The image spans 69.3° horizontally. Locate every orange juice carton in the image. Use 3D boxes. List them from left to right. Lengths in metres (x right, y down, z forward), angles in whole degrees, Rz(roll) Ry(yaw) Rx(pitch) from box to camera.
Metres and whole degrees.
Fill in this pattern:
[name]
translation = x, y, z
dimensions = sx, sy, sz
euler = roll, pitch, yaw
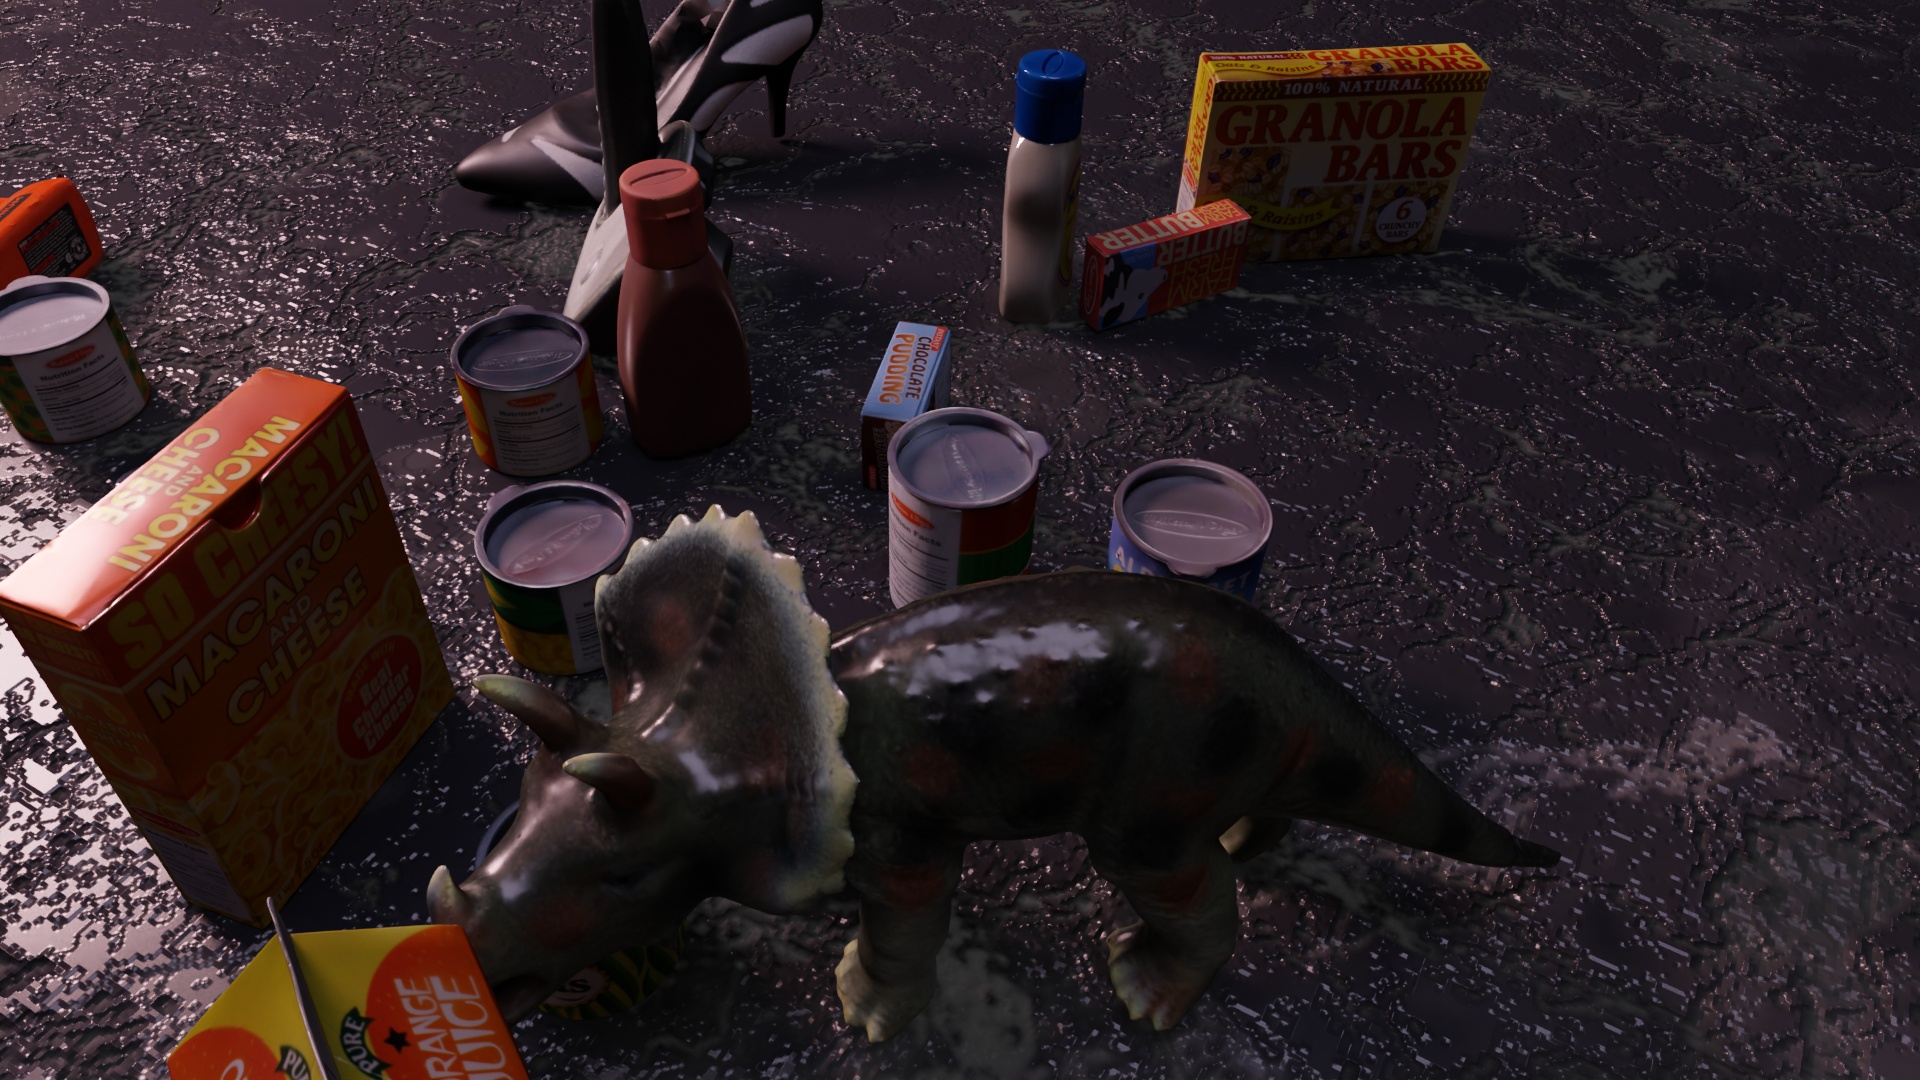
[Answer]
[orange juice carton]
translation = -0.140, 0.168, 0.355
dimensions = 0.073, 0.191, 0.072
euler = -22, 49, -24

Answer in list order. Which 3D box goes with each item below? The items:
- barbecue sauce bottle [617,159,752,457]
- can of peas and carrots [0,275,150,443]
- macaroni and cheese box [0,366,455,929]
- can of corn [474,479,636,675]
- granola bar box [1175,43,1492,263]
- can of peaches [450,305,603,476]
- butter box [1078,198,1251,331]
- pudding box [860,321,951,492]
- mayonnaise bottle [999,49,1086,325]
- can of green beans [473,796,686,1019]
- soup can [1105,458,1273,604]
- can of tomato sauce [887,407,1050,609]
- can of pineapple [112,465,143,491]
[barbecue sauce bottle]
translation = -0.138, -0.111, 0.678
dimensions = 0.065, 0.147, 0.044
euler = -21, 49, -23
[can of peas and carrots]
translation = -0.460, -0.093, 0.708
dimensions = 0.071, 0.058, 0.071
euler = 1, 44, -1
[macaroni and cheese box]
translation = -0.250, 0.041, 0.502
dimensions = 0.040, 0.165, 0.124
euler = 15, 45, 13
[can of corn]
translation = -0.175, 0.015, 0.610
dimensions = 0.071, 0.058, 0.071
euler = 1, 44, -1
[granola bar box]
translation = 0.219, -0.232, 0.839
dimensions = 0.166, 0.123, 0.039
euler = -5, 44, -8
[can of peaches]
translation = -0.217, -0.076, 0.702
dimensions = 0.071, 0.057, 0.071
euler = 1, 44, -1
[butter box]
translation = 0.119, -0.161, 0.812
dimensions = 0.104, 0.052, 0.024
euler = -20, 48, -22
[pudding box]
translation = -0.027, -0.069, 0.711
dimensions = 0.030, 0.049, 0.084
euler = 9, 44, 7
[mayonnaise bottle]
translation = 0.046, -0.197, 0.777
dimensions = 0.041, 0.147, 0.065
euler = 12, 45, 10
[can of green beans]
translation = -0.134, 0.127, 0.495
dimensions = 0.071, 0.057, 0.071
euler = 1, 44, -1
[soup can]
translation = 0.094, 0.019, 0.601
dimensions = 0.071, 0.083, 0.072
euler = 1, 44, -1
[can of tomato sauce]
translation = 0.002, -0.008, 0.625
dimensions = 0.071, 0.082, 0.071
euler = 1, 44, -1
[can of pineapple]
translation = -0.336, 0.006, 0.612
dimensions = 0.071, 0.057, 0.071
euler = 1, 44, -1
